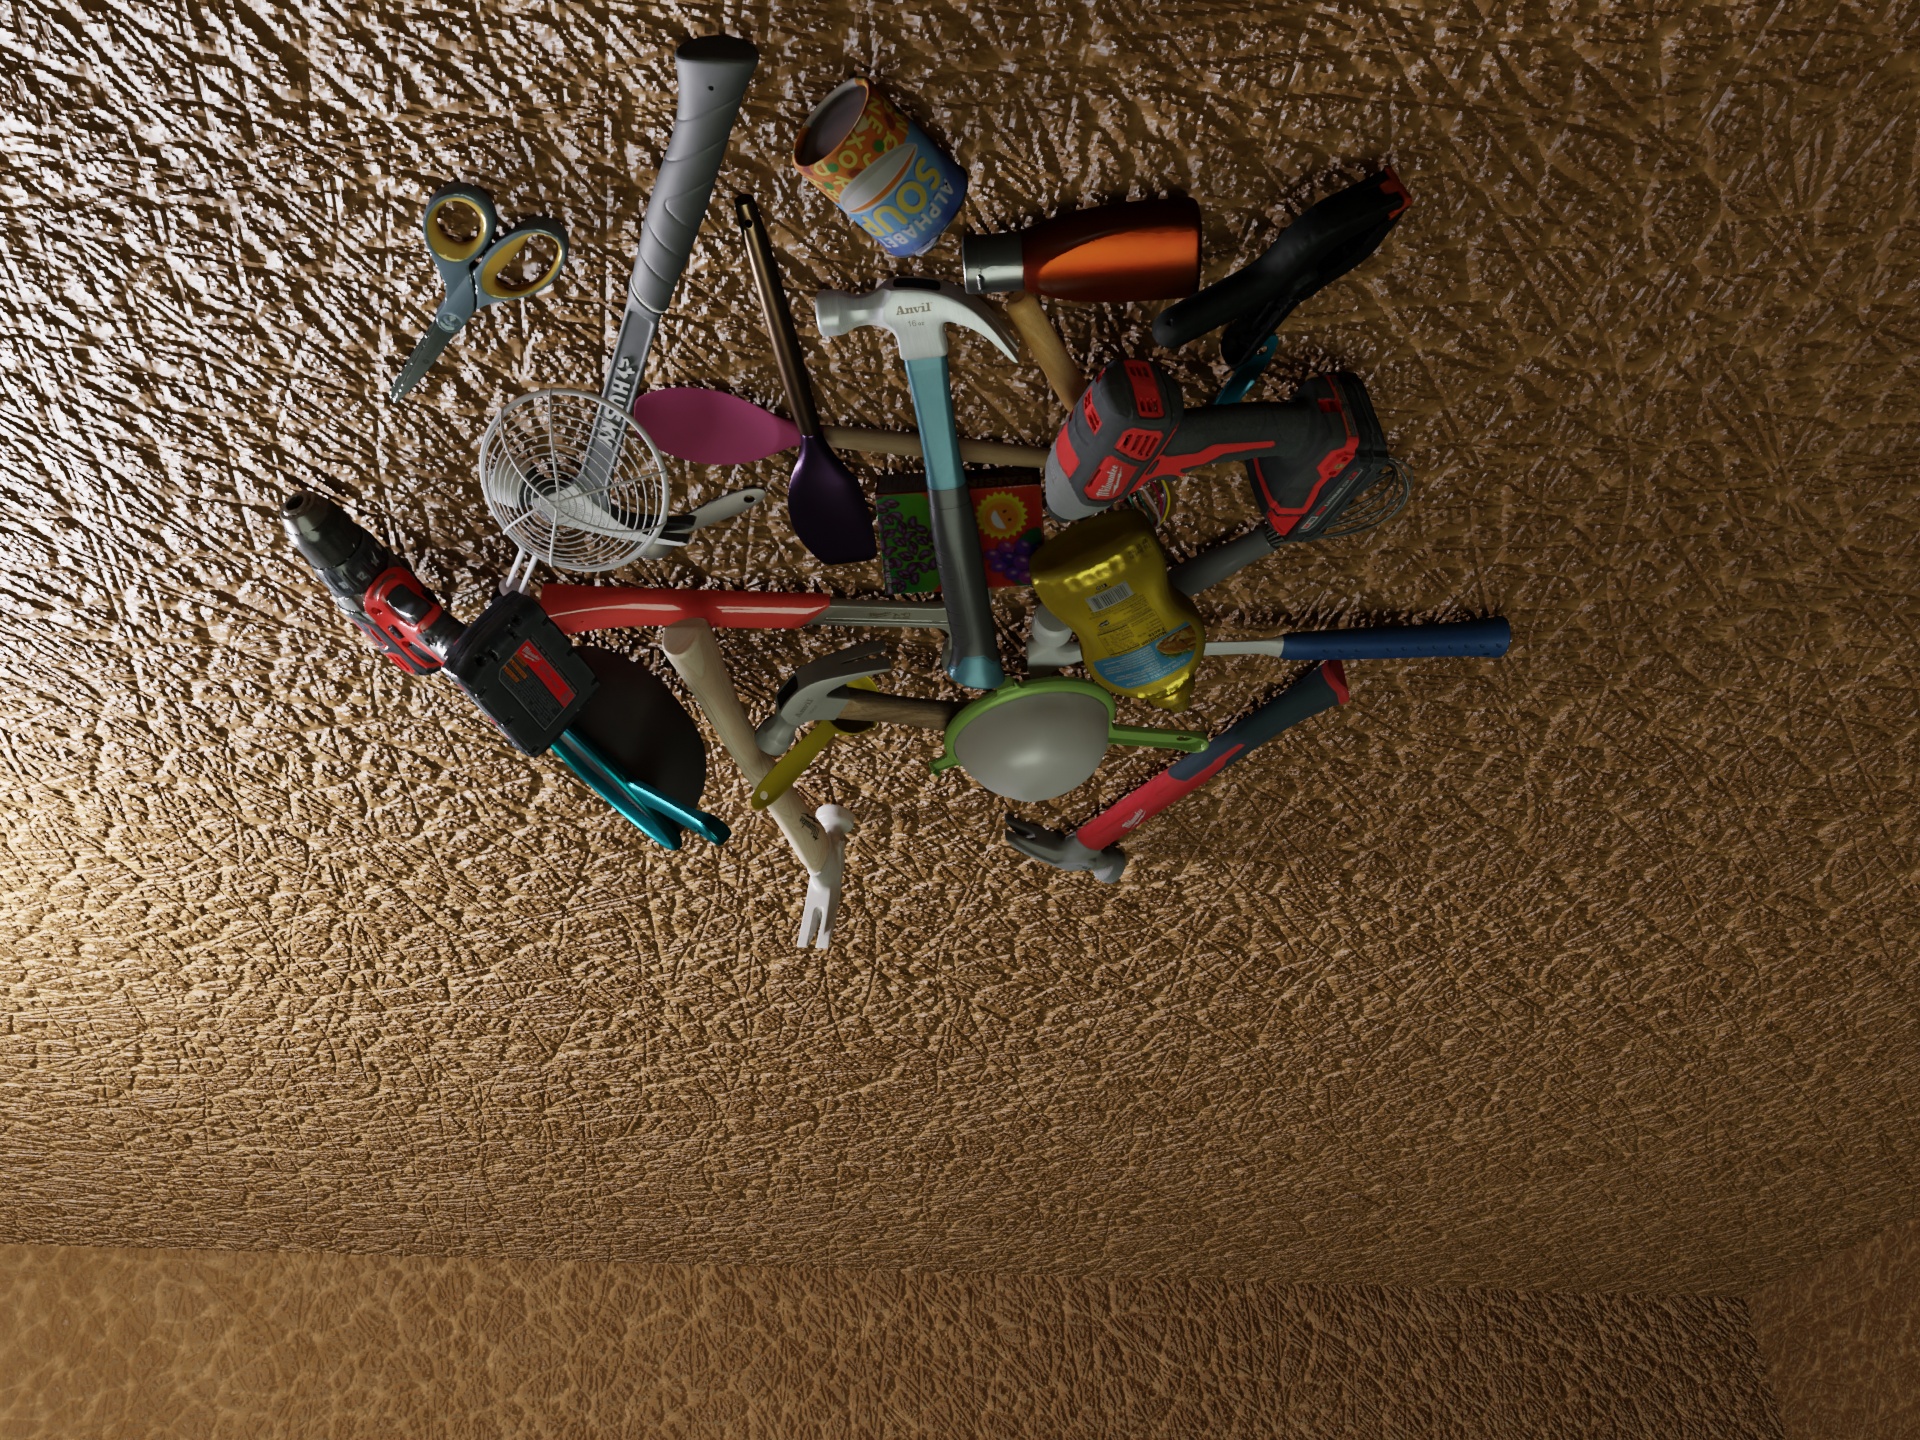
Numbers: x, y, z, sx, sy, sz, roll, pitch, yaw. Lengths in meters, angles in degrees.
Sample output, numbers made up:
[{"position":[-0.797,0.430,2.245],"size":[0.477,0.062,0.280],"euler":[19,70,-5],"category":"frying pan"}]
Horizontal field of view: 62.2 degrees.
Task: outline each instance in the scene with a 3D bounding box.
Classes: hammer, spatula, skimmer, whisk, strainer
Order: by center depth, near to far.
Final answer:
[{"position":[-0.202,-0.260,1.034],"size":[0.149,0.036,0.408],"euler":[20,139,-13],"category":"hammer"},{"position":[-0.112,-0.220,1.098],"size":[0.060,0.018,0.315],"euler":[-6,139,5],"category":"spatula"},{"position":[0.091,-0.208,1.127],"size":[0.047,0.051,0.244],"euler":[-13,141,25],"category":"whisk"},{"position":[-0.009,-0.157,1.130],"size":[0.128,0.033,0.330],"euler":[-6,129,6],"category":"hammer"},{"position":[-0.300,-0.132,1.154],"size":[0.127,0.090,0.363],"euler":[35,160,-13],"category":"skimmer"},{"position":[0.241,-0.141,1.231],"size":[0.239,0.055,0.055],"euler":[-26,139,37],"category":"whisk"},{"position":[-0.155,-0.095,1.283],"size":[0.359,0.037,0.149],"euler":[1,145,-5],"category":"hammer"},{"position":[-0.247,0.019,1.283],"size":[0.341,0.095,0.210],"euler":[20,153,52],"category":"strainer"},{"position":[0.254,-0.060,1.331],"size":[0.405,0.035,0.144],"euler":[-2,156,-5],"category":"hammer"},{"position":[-0.002,-0.004,1.364],"size":[0.331,0.031,0.130],"euler":[7,140,-33],"category":"hammer"},{"position":[0.111,0.032,1.366],"size":[0.256,0.069,0.151],"euler":[4,147,-27],"category":"strainer"},{"position":[-0.173,0.054,1.386],"size":[0.038,0.146,0.410],"euler":[-1,148,14],"category":"hammer"},{"position":[0.205,0.044,1.496],"size":[0.143,0.038,0.386],"euler":[23,138,-28],"category":"hammer"}]

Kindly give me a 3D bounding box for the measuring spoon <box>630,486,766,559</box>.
[{"position":[-0.201,-0.150,1.218],"size":[0.124,0.018,0.034],"euler":[-20,141,23],"category":"measuring spoon"}]

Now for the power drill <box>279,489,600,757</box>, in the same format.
[{"position":[-0.396,-0.079,1.186],"size":[0.227,0.080,0.187],"euler":[25,158,33],"category":"power drill"}]

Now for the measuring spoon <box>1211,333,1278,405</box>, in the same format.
[{"position":[0.182,-0.228,1.128],"size":[0.042,0.021,0.128],"euler":[4,138,-35],"category":"measuring spoon"}]

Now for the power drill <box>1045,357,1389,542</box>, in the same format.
[{"position":[0.166,-0.180,1.091],"size":[0.219,0.079,0.143],"euler":[-2,153,-23],"category":"power drill"}]

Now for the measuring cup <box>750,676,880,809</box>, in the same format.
[{"position":[-0.130,0.019,1.364],"size":[0.062,0.156,0.029],"euler":[47,157,-14],"category":"measuring cup"}]

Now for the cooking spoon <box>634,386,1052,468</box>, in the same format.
[{"position":[-0.074,-0.203,1.147],"size":[0.319,0.017,0.068],"euler":[5,140,-8],"category":"cooking spoon"}]

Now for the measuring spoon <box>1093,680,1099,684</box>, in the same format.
[{"position":[0.143,-0.035,1.402],"size":[0.117,0.011,0.021],"euler":[-21,141,25],"category":"measuring spoon"}]
